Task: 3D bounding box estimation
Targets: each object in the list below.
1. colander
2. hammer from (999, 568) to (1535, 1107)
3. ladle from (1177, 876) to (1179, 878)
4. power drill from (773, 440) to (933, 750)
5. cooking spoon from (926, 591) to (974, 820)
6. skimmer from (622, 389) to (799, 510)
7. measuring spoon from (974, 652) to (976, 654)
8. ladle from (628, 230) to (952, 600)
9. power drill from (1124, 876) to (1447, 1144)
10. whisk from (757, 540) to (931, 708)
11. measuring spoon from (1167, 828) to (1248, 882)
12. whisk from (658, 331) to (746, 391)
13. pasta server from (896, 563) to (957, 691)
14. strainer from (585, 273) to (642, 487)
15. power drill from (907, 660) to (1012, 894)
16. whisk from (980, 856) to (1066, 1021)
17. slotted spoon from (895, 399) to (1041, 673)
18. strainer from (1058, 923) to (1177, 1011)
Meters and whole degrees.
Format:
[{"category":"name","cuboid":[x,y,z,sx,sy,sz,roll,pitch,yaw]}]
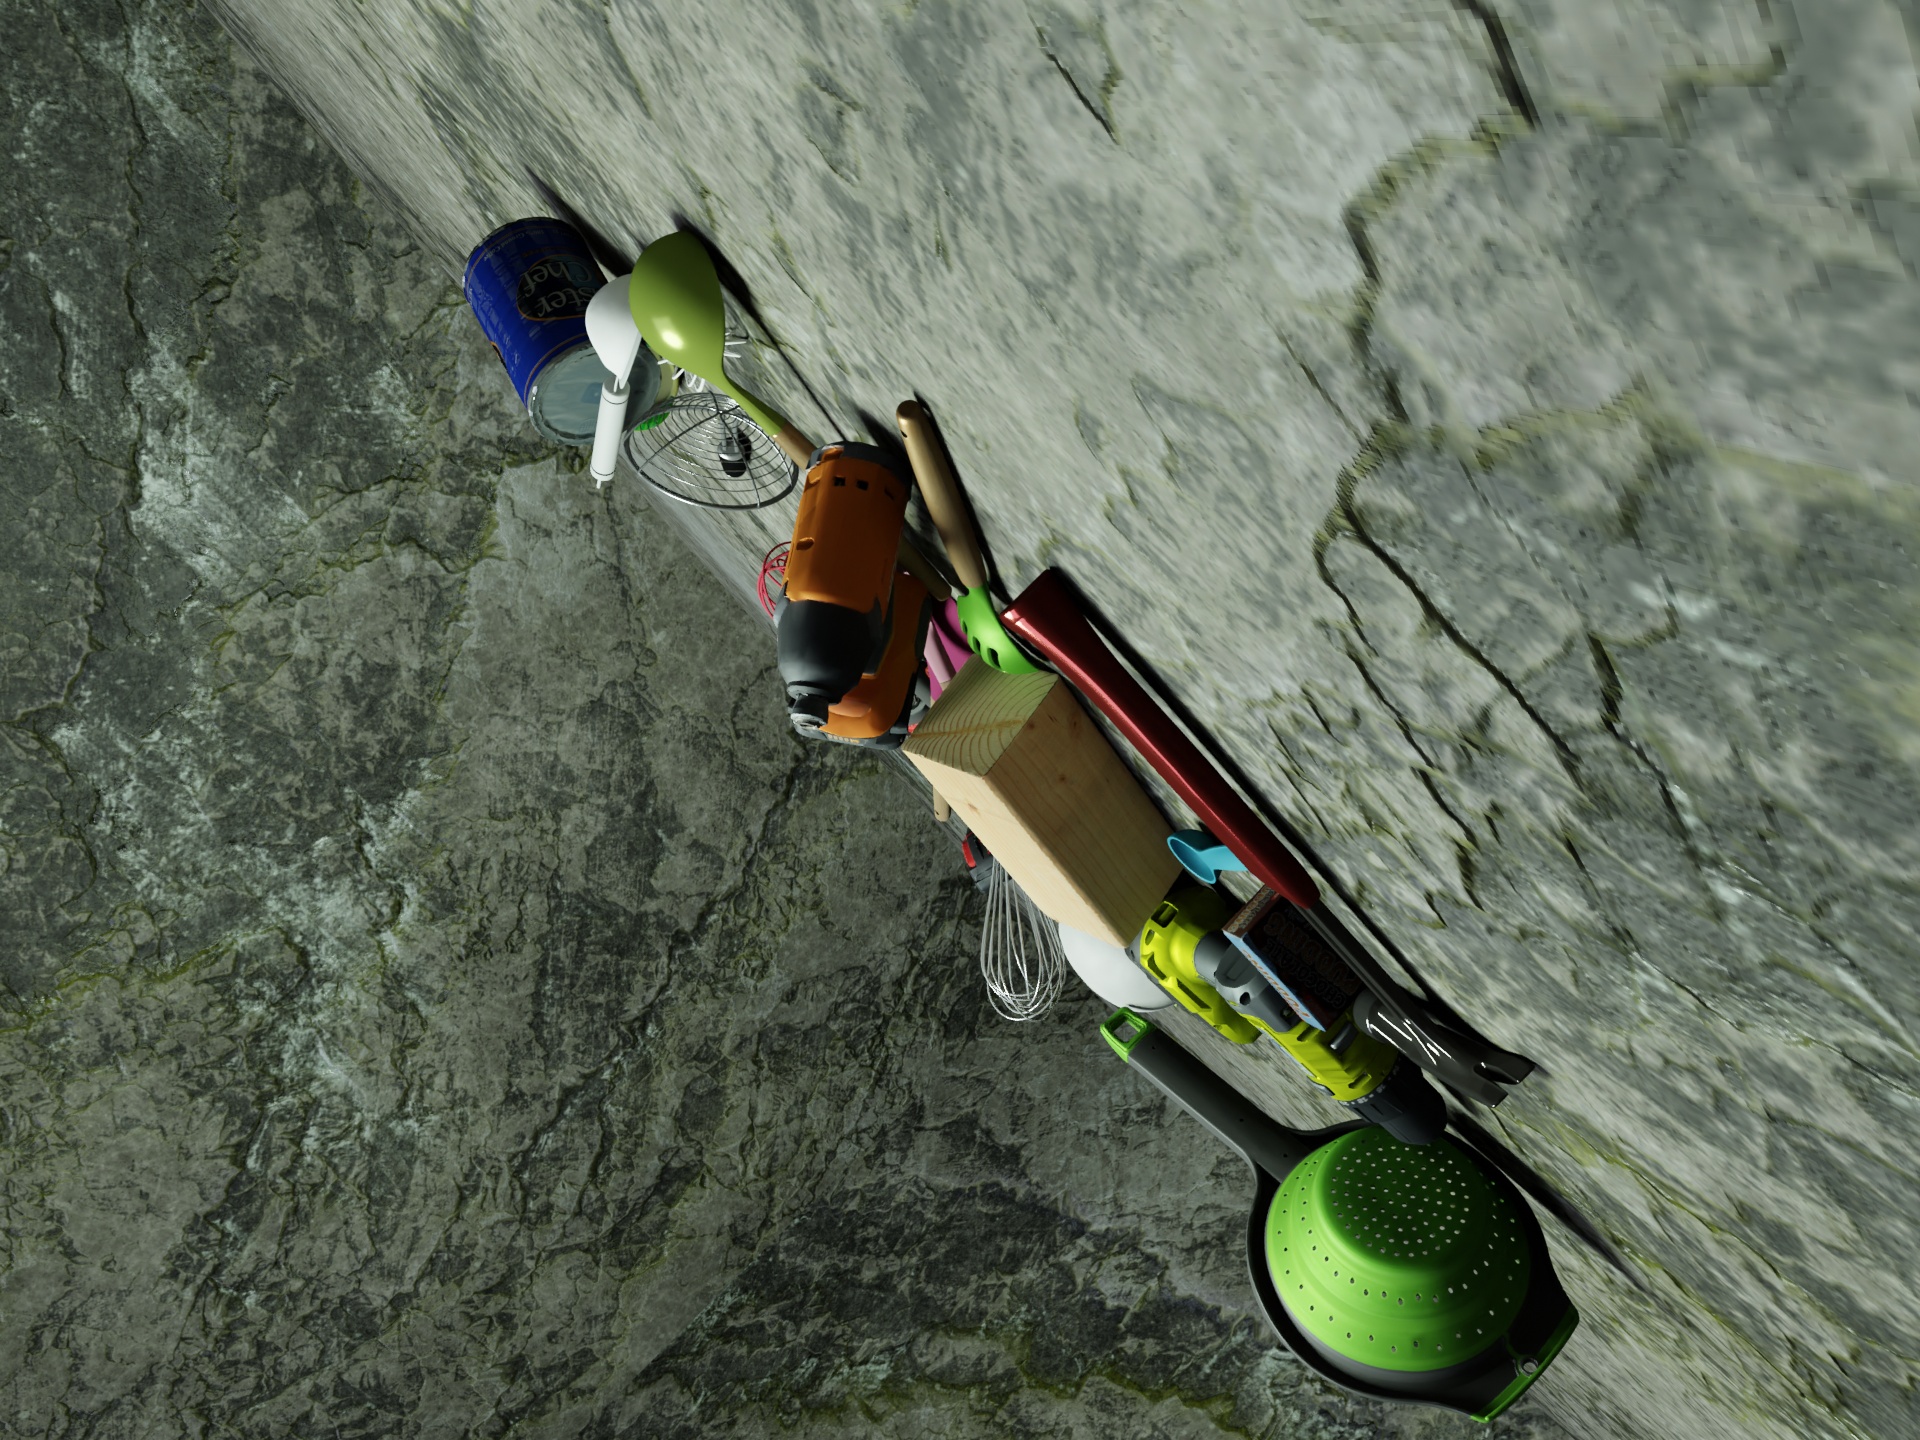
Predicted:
[{"category":"colander","cuboid":[0.243,0.305,1.126,0.397,0.204,0.094,36,151,38]},{"category":"hammer","cuboid":[0.155,0.062,0.851,0.359,0.037,0.149,47,174,-11]},{"category":"ladle","cuboid":[0.153,0.110,1.240,0.315,0.031,0.069,50,170,-17]},{"category":"power drill","cuboid":[-0.070,-0.052,0.982,0.084,0.164,0.226,10,165,3]},{"category":"cooking spoon","cuboid":[-0.016,-0.005,1.273,0.069,0.017,0.318,43,156,25]},{"category":"skimmer","cuboid":[-0.194,-0.198,1.280,0.127,0.090,0.363,14,180,-7]},{"category":"measuring spoon","cuboid":[-0.001,-0.055,1.237,0.034,0.018,0.124,50,173,-35]},{"category":"ladle","cuboid":[-0.091,-0.178,1.001,0.319,0.062,0.078,42,175,-41]},{"category":"power drill","cuboid":[0.223,0.200,1.104,0.190,0.080,0.229,43,174,-18]},{"category":"whisk","cuboid":[-0.061,-0.054,1.304,0.295,0.073,0.073,38,-179,-40]},{"category":"measuring spoon","cuboid":[0.169,0.081,1.004,0.042,0.021,0.128,48,165,-6]},{"category":"whisk","cuboid":[-0.188,-0.257,1.093,0.246,0.059,0.057,-140,44,-71]},{"category":"pasta server","cuboid":[-0.002,-0.004,1.166,0.060,0.040,0.316,-9,113,48]},{"category":"strainer","cuboid":[-0.244,-0.237,1.120,0.050,0.087,0.258,11,151,-13]},{"category":"power drill","cuboid":[-0.003,0.043,1.468,0.219,0.078,0.143,58,-178,-3]},{"category":"whisk","cuboid":[0.038,0.102,1.259,0.070,0.070,0.285,55,-156,-56]},{"category":"slotted spoon","cuboid":[0.001,-0.096,0.920,0.070,0.031,0.313,44,172,23]},{"category":"strainer","cuboid":[0.091,0.148,1.304,0.256,0.069,0.151,47,169,12]}]
